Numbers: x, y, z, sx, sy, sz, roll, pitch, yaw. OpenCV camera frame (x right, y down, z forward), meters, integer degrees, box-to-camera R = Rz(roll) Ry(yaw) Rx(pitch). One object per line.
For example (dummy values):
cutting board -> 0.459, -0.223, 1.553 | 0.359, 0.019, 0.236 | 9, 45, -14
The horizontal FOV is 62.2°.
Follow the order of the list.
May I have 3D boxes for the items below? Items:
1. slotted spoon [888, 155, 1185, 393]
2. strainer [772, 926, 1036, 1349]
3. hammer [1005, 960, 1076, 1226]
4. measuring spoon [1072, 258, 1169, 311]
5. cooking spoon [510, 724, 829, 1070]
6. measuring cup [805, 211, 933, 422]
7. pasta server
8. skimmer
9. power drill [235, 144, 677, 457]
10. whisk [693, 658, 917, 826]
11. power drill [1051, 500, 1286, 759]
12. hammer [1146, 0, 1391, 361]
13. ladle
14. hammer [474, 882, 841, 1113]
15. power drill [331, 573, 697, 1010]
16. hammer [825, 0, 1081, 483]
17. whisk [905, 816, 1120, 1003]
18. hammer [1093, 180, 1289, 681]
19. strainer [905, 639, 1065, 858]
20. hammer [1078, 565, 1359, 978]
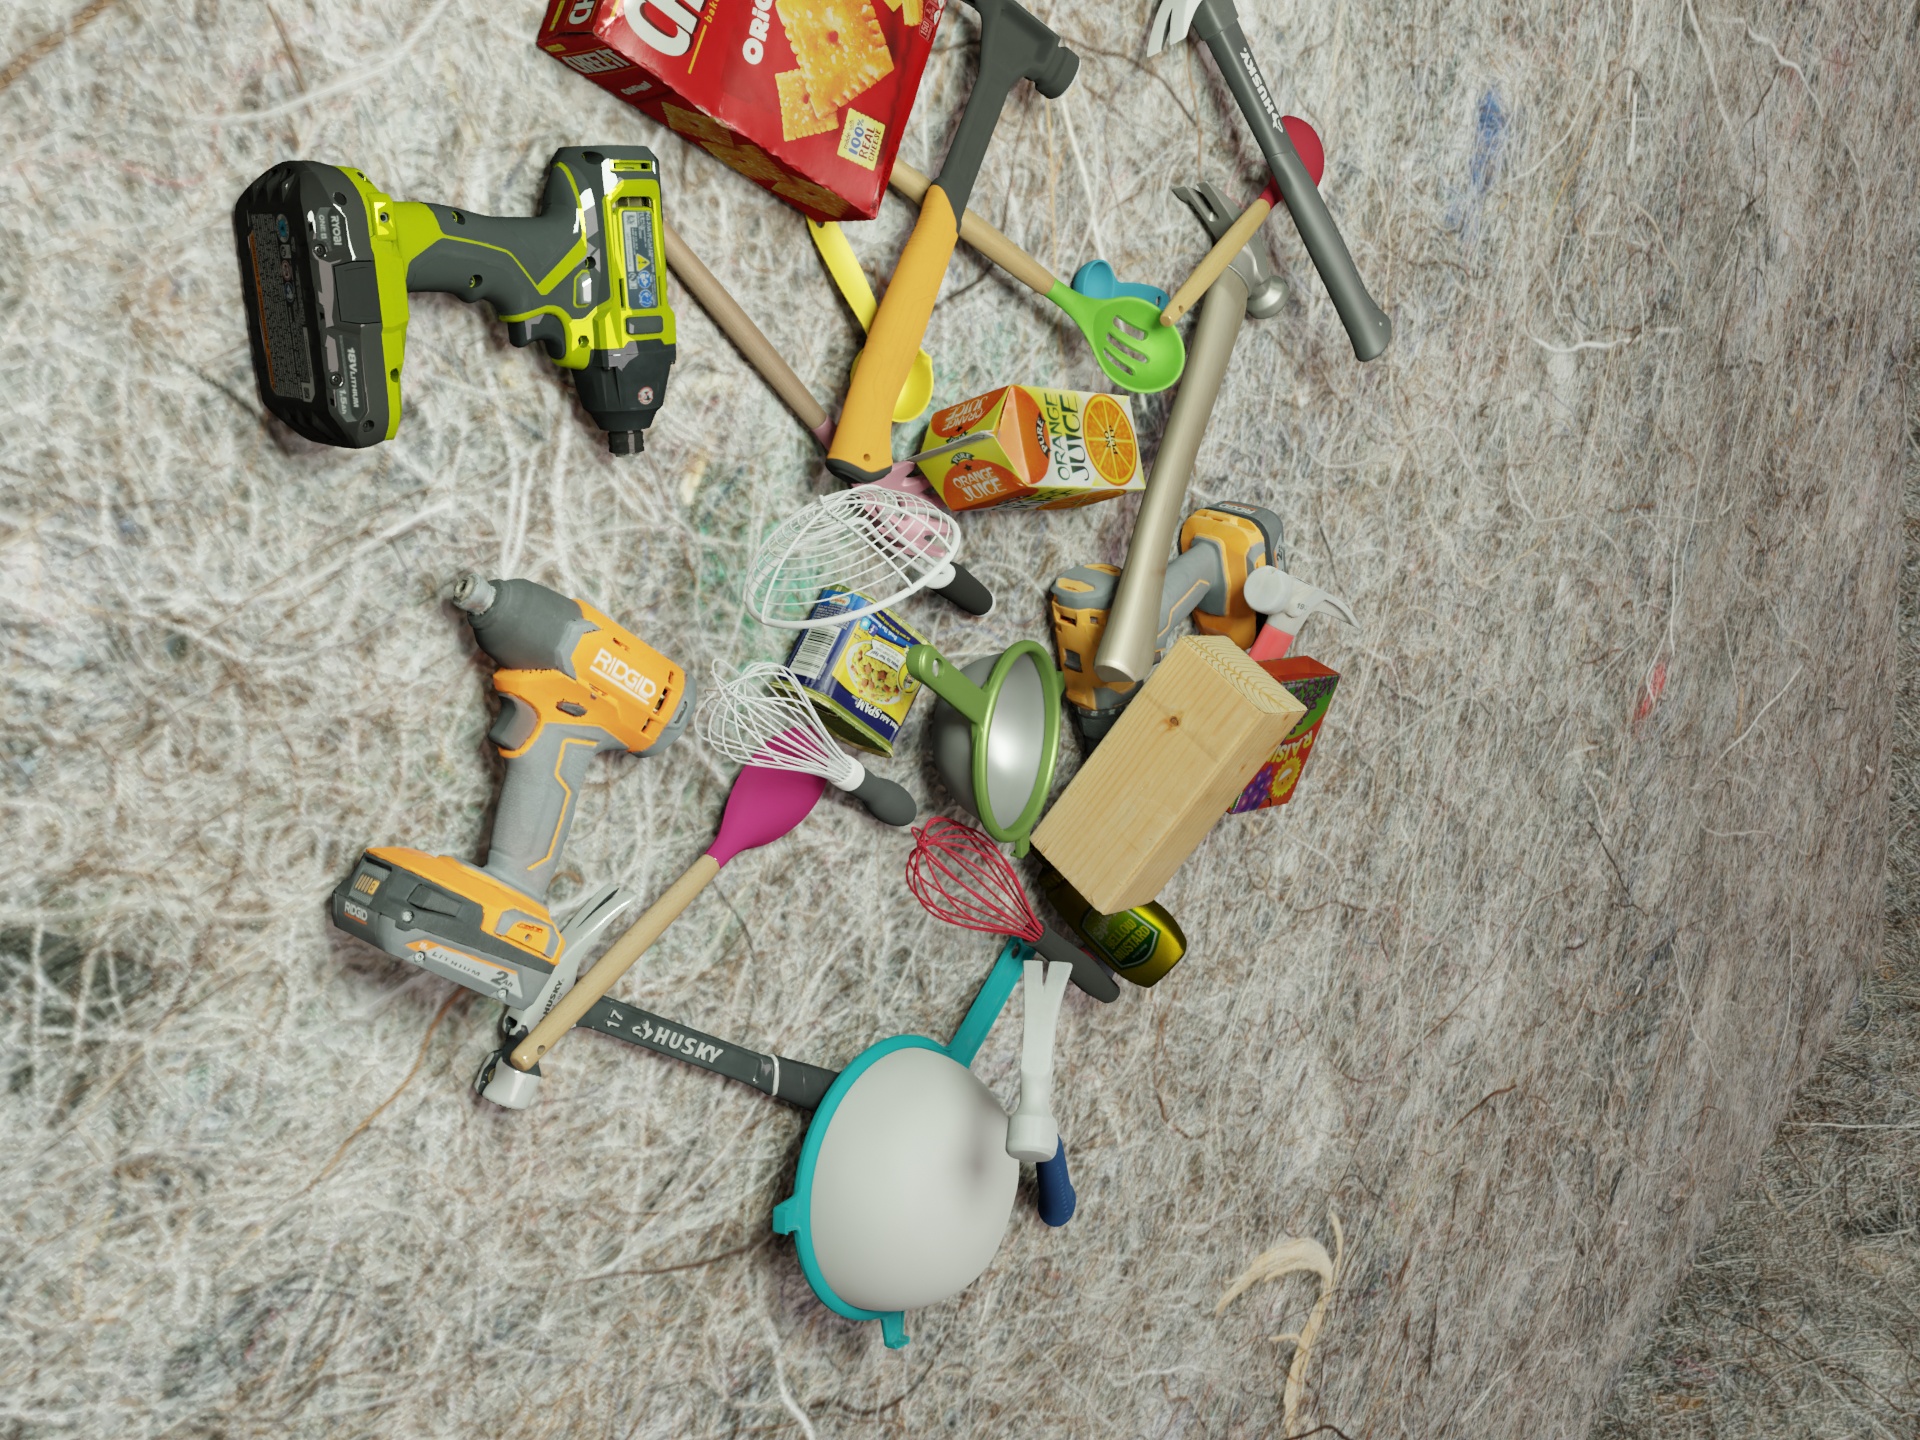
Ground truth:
slotted spoon -> 0.044, -0.321, 1.117 | 0.313, 0.031, 0.070 | 26, 79, -35
strainer -> 0.009, 0.299, 1.210 | 0.340, 0.095, 0.210 | -57, 133, -32
hammer -> 0.069, 0.319, 1.240 | 0.405, 0.035, 0.144 | 80, 14, -59
measuring spoon -> 0.123, -0.331, 1.236 | 0.128, 0.021, 0.042 | -9, 109, -53
cooking spoon -> -0.176, 0.108, 1.023 | 0.319, 0.017, 0.068 | -48, 130, -40
measuring cup -> -0.070, -0.270, 1.058 | 0.062, 0.029, 0.156 | -40, 116, -28
pasta server -> -0.102, -0.213, 1.027 | 0.315, 0.040, 0.060 | 47, 56, -41
skimmer -> -0.027, -0.077, 1.018 | 0.363, 0.127, 0.090 | 21, 58, -74
power drill -> -0.253, -0.217, 0.849 | 0.223, 0.080, 0.171 | -19, 115, -44
whisk -> -0.092, 0.024, 1.066 | 0.070, 0.070, 0.284 | -65, 152, -9
power drill -> 0.173, -0.067, 1.319 | 0.226, 0.084, 0.185 | -29, 124, -31
hammer -> 0.255, -0.431, 1.248 | 0.146, 0.035, 0.334 | -50, 117, -36
ladle -> 0.227, -0.395, 1.258 | 0.315, 0.031, 0.069 | -53, 123, -36
hammer -> -0.146, 0.240, 1.123 | 0.408, 0.036, 0.149 | 34, 77, -46
power drill -> -0.262, 0.034, 0.913 | 0.164, 0.084, 0.226 | 39, 70, -44
hammer -> -0.024, -0.315, 1.034 | 0.127, 0.034, 0.337 | 23, 83, -35
whisk -> 0.048, 0.159, 1.247 | 0.295, 0.073, 0.073 | 42, 72, -42
hammer -> 0.166, -0.220, 1.232 | 0.146, 0.038, 0.411 | 39, 61, -43
strainer -> -0.002, -0.004, 1.137 | 0.256, 0.069, 0.151 | 39, 61, -61
hammer -> 0.207, 0.058, 1.349 | 0.143, 0.038, 0.386 | 14, 107, -49
